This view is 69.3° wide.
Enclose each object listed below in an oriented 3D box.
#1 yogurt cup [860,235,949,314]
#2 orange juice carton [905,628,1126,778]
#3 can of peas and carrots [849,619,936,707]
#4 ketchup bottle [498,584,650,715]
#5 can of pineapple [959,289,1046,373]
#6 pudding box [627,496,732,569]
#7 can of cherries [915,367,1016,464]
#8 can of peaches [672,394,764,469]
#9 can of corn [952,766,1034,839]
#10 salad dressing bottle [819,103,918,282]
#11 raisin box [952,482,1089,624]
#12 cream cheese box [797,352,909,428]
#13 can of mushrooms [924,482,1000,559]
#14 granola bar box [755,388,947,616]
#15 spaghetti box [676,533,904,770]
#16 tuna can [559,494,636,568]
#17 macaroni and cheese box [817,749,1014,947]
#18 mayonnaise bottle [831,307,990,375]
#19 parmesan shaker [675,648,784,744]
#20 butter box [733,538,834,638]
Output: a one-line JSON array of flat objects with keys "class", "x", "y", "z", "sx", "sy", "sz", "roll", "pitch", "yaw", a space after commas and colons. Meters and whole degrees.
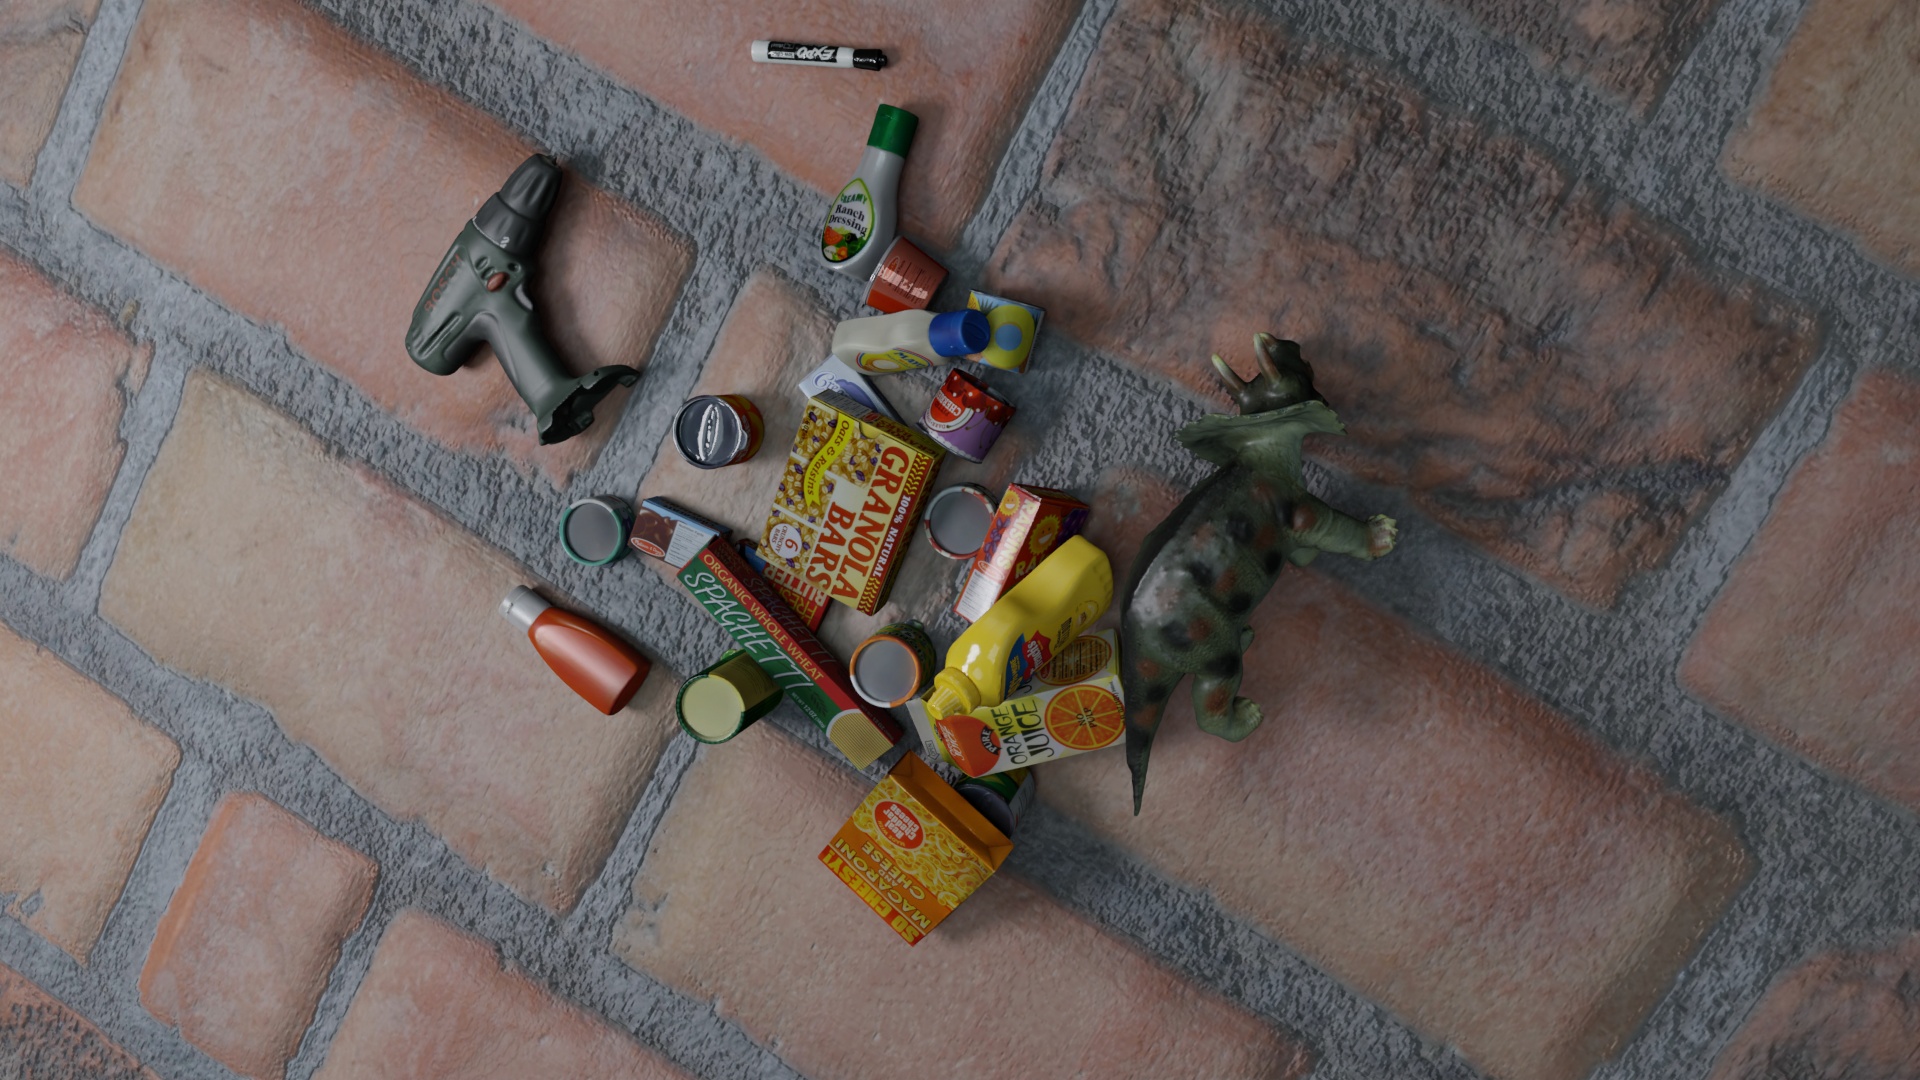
[{"class": "yogurt cup", "x": -0.046, "y": -0.221, "z": 1.197, "sx": 0.054, "sy": 0.072, "sz": 0.072, "roll": 30, "pitch": 103, "yaw": -1}, {"class": "orange juice carton", "x": 0.053, "y": 0.145, "z": 1.200, "sx": 0.192, "sy": 0.073, "sz": 0.071, "roll": -15, "pitch": 117, "yaw": 13}, {"class": "can of peas and carrots", "x": -0.059, "y": 0.109, "z": 1.241, "sx": 0.071, "sy": 0.059, "sz": 0.071, "roll": 2, "pitch": 98, "yaw": 12}, {"class": "ketchup bottle", "x": -0.370, "y": 0.099, "z": 1.319, "sx": 0.149, "sy": 0.043, "sz": 0.064, "roll": 36, "pitch": 102, "yaw": 7}, {"class": "can of pineapple", "x": 0.032, "y": -0.178, "z": 1.181, "sx": 0.071, "sy": 0.071, "sz": 0.057, "roll": 17, "pitch": 101, "yaw": 10}, {"class": "pudding box", "x": -0.260, "y": -0.003, "z": 1.289, "sx": 0.084, "sy": 0.030, "sz": 0.049, "roll": 23, "pitch": 103, "yaw": 9}, {"class": "can of cherries", "x": 0.004, "y": -0.108, "z": 1.194, "sx": 0.071, "sy": 0.071, "sz": 0.058, "roll": 35, "pitch": 103, "yaw": 6}, {"class": "can of peaches", "x": -0.215, "y": -0.098, "z": 1.252, "sx": 0.071, "sy": 0.058, "sz": 0.071, "roll": 1, "pitch": 97, "yaw": 12}, {"class": "can of corn", "x": 0.024, "y": 0.227, "z": 1.229, "sx": 0.071, "sy": 0.058, "sz": 0.070, "roll": 10, "pitch": 117, "yaw": 20}, {"class": "salad dressing bottle", "x": -0.077, "y": -0.300, "z": 1.201, "sx": 0.064, "sy": 0.044, "sz": 0.147, "roll": 24, "pitch": 98, "yaw": 33}, {"class": "raisin box", "x": 0.053, "y": 0.015, "z": 1.187, "sx": 0.040, "sy": 0.086, "sz": 0.123, "roll": 31, "pitch": 104, "yaw": 32}, {"class": "cream cheese box", "x": -0.093, "y": -0.116, "z": 1.239, "sx": 0.053, "sy": 0.024, "sz": 0.104, "roll": -39, "pitch": 87, "yaw": 14}, {"class": "can of mushrooms", "x": 0.004, "y": -0.015, "z": 1.225, "sx": 0.071, "sy": 0.033, "sz": 0.071, "roll": 1, "pitch": 96, "yaw": 12}, {"class": "granola bar box", "x": -0.098, "y": -0.033, "z": 1.224, "sx": 0.124, "sy": 0.039, "sz": 0.164, "roll": 27, "pitch": 114, "yaw": 11}, {"class": "spaghetti box", "x": -0.154, "y": 0.102, "z": 1.256, "sx": 0.250, "sy": 0.029, "sz": 0.050, "roll": 47, "pitch": 118, "yaw": -5}, {"class": "tuna can", "x": -0.340, "y": -0.007, "z": 1.305, "sx": 0.071, "sy": 0.033, "sz": 0.071, "roll": 2, "pitch": 97, "yaw": 13}, {"class": "macaroni and cheese box", "x": -0.042, "y": 0.275, "z": 1.230, "sx": 0.124, "sy": 0.040, "sz": 0.165, "roll": 42, "pitch": 134, "yaw": 6}, {"class": "mayonnaise bottle", "x": -0.040, "y": -0.168, "z": 1.168, "sx": 0.148, "sy": 0.065, "sz": 0.041, "roll": 0, "pitch": 73, "yaw": 45}, {"class": "parmesan shaker", "x": -0.209, "y": 0.138, "z": 1.256, "sx": 0.071, "sy": 0.103, "sz": 0.071, "roll": 2, "pitch": 98, "yaw": 13}, {"class": "butter box", "x": -0.168, "y": 0.044, "z": 1.276, "sx": 0.103, "sy": 0.024, "sz": 0.053, "roll": 27, "pitch": 103, "yaw": 9}]
